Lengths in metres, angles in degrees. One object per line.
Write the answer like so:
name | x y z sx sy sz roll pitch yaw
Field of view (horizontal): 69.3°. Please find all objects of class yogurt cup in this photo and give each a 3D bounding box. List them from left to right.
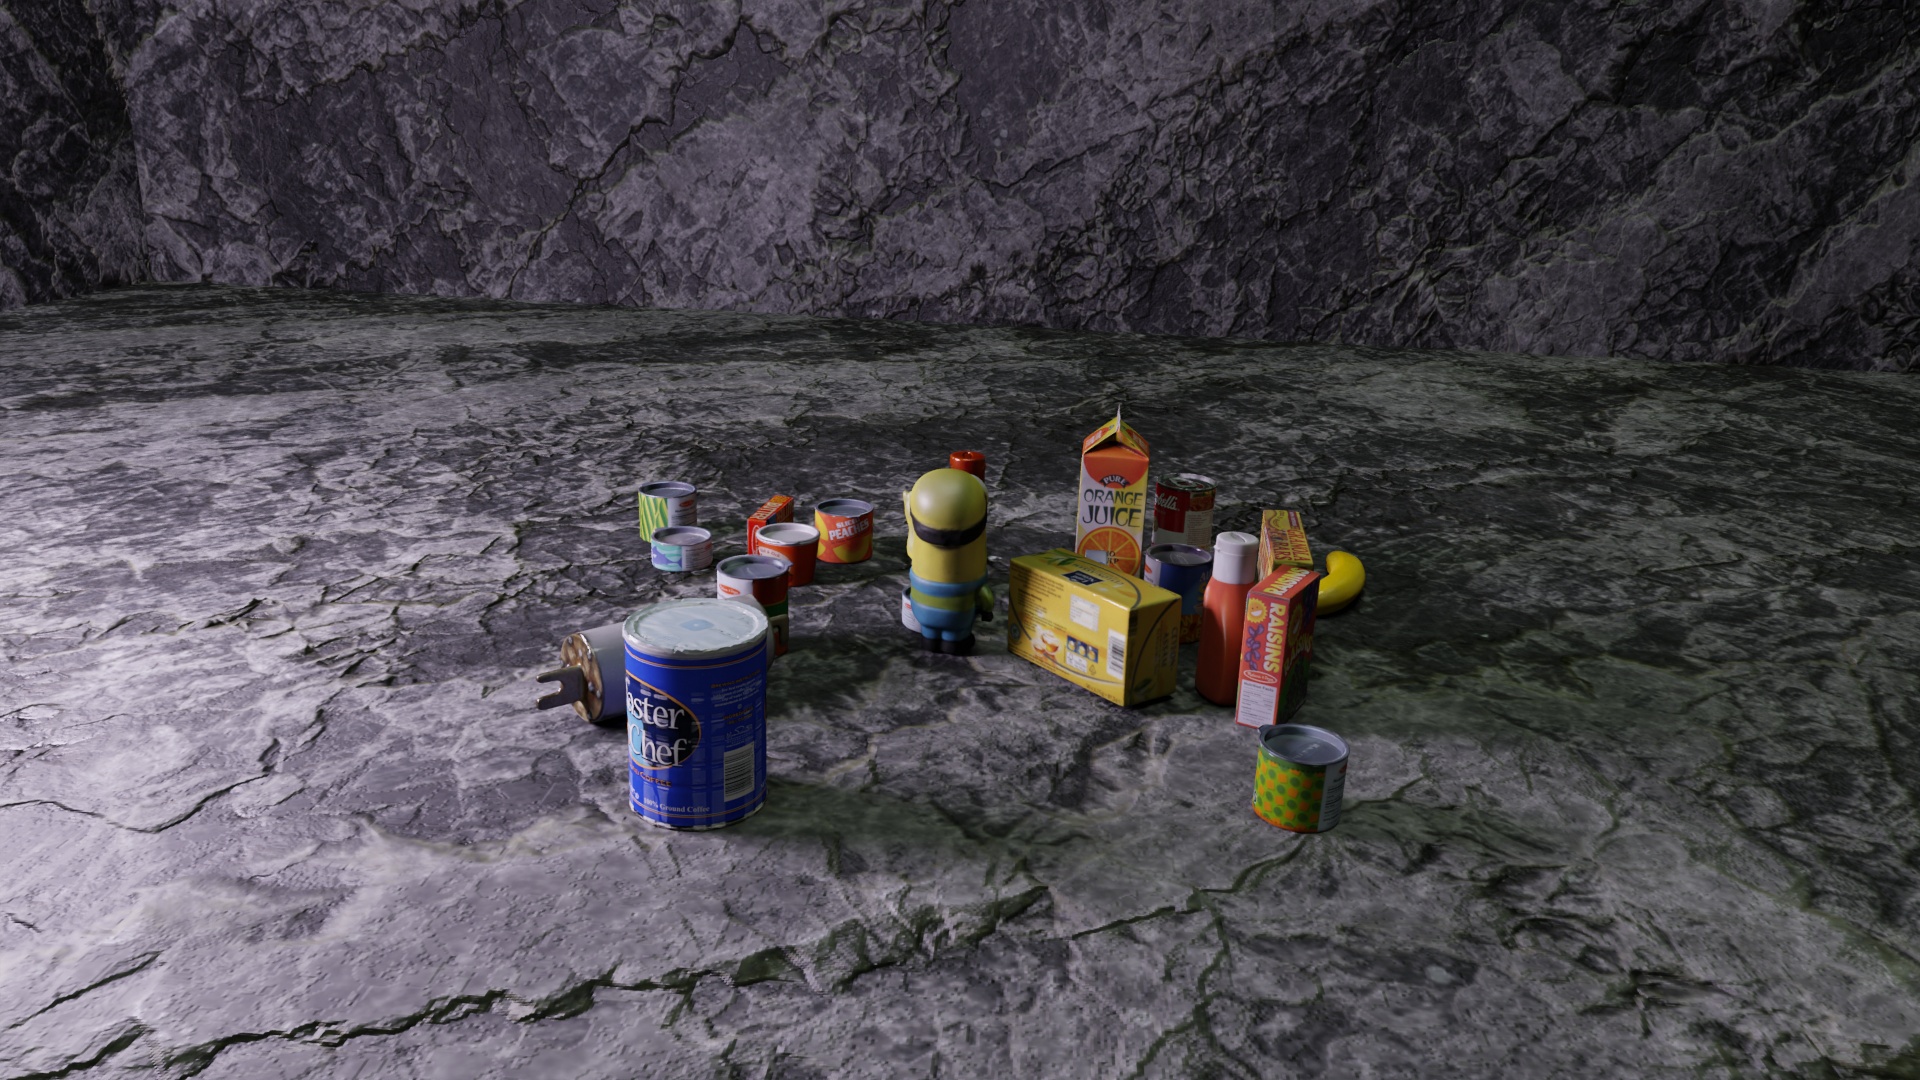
yogurt cup | -0.184 0.016 1.484 0.072 0.053 0.072 2 18 -1

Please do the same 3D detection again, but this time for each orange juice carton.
orange juice carton | 0.165 -0.047 1.501 0.073 0.192 0.072 4 18 6

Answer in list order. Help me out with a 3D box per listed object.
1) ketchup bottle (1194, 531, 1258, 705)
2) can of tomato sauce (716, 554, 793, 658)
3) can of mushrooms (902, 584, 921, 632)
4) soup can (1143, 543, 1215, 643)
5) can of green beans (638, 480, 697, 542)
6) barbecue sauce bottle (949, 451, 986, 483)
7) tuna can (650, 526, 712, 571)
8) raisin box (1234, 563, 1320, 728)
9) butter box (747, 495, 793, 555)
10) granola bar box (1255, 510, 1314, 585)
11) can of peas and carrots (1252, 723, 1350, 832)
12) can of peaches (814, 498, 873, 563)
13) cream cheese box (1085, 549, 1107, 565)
ketchup bottle | 0.238 0.068 1.232 0.043 0.148 0.065 -1 18 -11
can of tomato sauce | -0.192 0.062 1.295 0.071 0.082 0.071 2 18 -1
can of mushrooms | -0.023 0.067 1.384 0.071 0.033 0.071 2 18 -1
soup can | 0.217 0.052 1.379 0.071 0.083 0.071 2 18 -1
can of green beans | -0.337 -0.032 1.604 0.071 0.057 0.071 2 18 -1
barbecue sauce bottle | 0.005 -0.018 1.463 0.044 0.148 0.065 2 18 0
tuna can | -0.307 0.009 1.523 0.071 0.032 0.071 2 18 -1
raisin box | 0.275 0.092 1.203 0.040 0.123 0.086 13 21 30
butter box | -0.214 -0.012 1.567 0.024 0.053 0.104 6 18 9
granola bar box | 0.306 0.053 1.325 0.039 0.123 0.166 5 18 7
can of peas and carrots | 0.253 0.177 1.044 0.071 0.058 0.071 2 18 -1
can of peaches | -0.131 -0.010 1.564 0.071 0.058 0.071 2 18 -1
cream cheese box | 0.136 0.051 1.422 0.024 0.053 0.104 4 18 6
